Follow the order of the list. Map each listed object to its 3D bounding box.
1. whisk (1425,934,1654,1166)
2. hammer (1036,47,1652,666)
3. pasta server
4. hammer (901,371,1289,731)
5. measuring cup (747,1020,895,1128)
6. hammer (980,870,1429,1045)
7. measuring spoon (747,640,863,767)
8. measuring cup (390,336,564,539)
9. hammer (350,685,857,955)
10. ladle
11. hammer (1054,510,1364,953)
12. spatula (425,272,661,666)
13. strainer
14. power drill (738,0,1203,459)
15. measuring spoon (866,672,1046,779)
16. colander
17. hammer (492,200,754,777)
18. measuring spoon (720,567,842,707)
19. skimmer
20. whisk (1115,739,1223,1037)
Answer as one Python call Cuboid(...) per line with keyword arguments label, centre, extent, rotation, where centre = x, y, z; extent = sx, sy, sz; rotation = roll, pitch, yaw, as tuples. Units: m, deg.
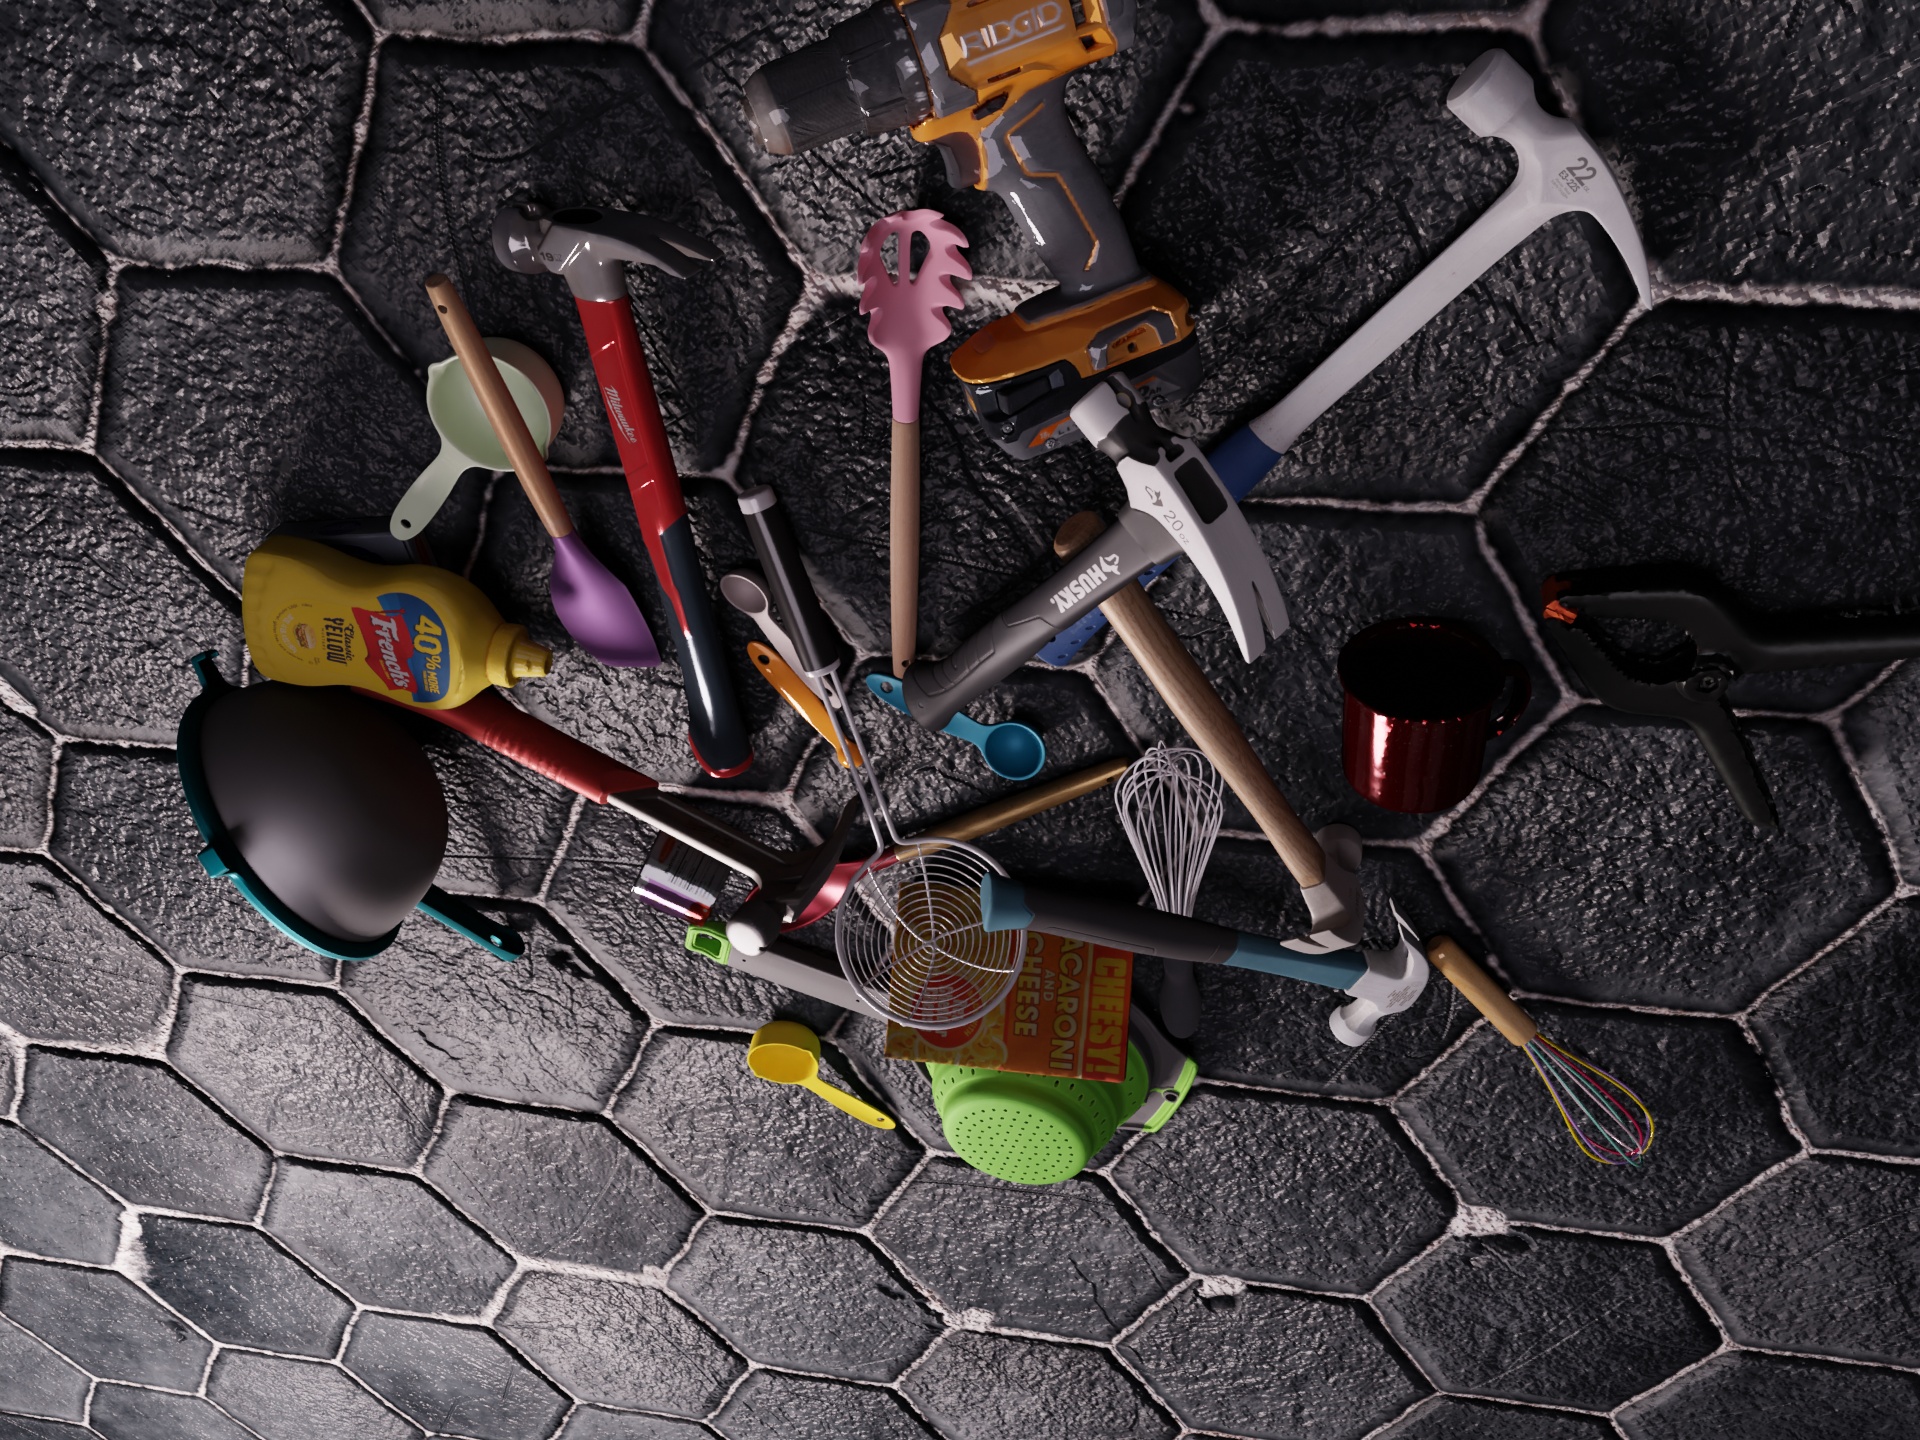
Cuboid(label="whisk", centre=(0.403, 0.234, 1.107), extent=(0.244, 0.051, 0.047), rotation=(43, 130, -16))
Cuboid(label="hammer", centre=(0.178, -0.156, 0.860), extent=(0.144, 0.035, 0.405), rotation=(37, 127, -15))
Cuboid(label="pasta server", centre=(-0.031, -0.147, 0.916), extent=(0.060, 0.040, 0.316), rotation=(-6, 130, -9))
Cuboid(label="hammer", centre=(0.048, -0.053, 0.873), extent=(0.146, 0.035, 0.334), rotation=(51, 150, -2))
Cuboid(label="measuring cup", centre=(-0.107, 0.288, 1.289), extent=(0.062, 0.029, 0.156), rotation=(-29, 128, 30))
Cuboid(label="hammer", centre=(0.162, 0.147, 1.041), extent=(0.330, 0.033, 0.128), rotation=(13, 133, -20))
Cuboid(label="measuring spoon", centre=(-0.103, -0.009, 1.058), extent=(0.021, 0.011, 0.116), rotation=(-26, 118, 29))
Cuboid(label="measuring cup", centre=(-0.300, -0.167, 0.967), extent=(0.083, 0.038, 0.167), rotation=(39, 128, -17))
Cuboid(label="hammer", centre=(-0.251, 0.027, 1.076), extent=(0.359, 0.149, 0.036), rotation=(27, 130, 7))
Cuboid(label="ladle", centre=(-0.021, 0.084, 1.100), extent=(0.315, 0.031, 0.069), rotation=(-23, 142, 25))
Cuboid(label="hammer", centre=(0.153, 0.013, 0.934), extent=(0.031, 0.130, 0.331), rotation=(-24, 119, 28))
Cuboid(label="spatula", centre=(-0.250, -0.132, 0.950), extent=(0.060, 0.018, 0.315), rotation=(1, 142, 12))
Cuboid(label="strainer", centre=(-0.390, 0.080, 1.125), extent=(0.095, 0.211, 0.340), rotation=(-31, 141, 7))
Cuboid(label="power drill", centre=(0.012, -0.245, 0.771), extent=(0.185, 0.084, 0.226), rotation=(-22, 122, -2))
Cuboid(label="measuring spoon", centre=(-0.002, -0.003, 1.039), extent=(0.128, 0.021, 0.042), rotation=(27, 120, 4))
Cuboid(label="colander", centre=(-0.028, 0.249, 1.181), extent=(0.397, 0.095, 0.204), rotation=(19, 134, 0))
Cuboid(label="hammer", centre=(-0.165, -0.114, 0.951), extent=(0.143, 0.038, 0.385), rotation=(18, 136, 30))
Cuboid(label="measuring spoon", centre=(-0.110, -0.054, 1.025), extent=(0.034, 0.018, 0.124), rotation=(-4, 135, 40))
Cuboid(label="skimmer", centre=(-0.059, 0.027, 1.003), extent=(0.127, 0.090, 0.363), rotation=(-24, 114, -9))
Cuboid(label="whisk", centre=(0.144, 0.124, 1.078), extent=(0.070, 0.070, 0.284), rotation=(2, 132, 12))
